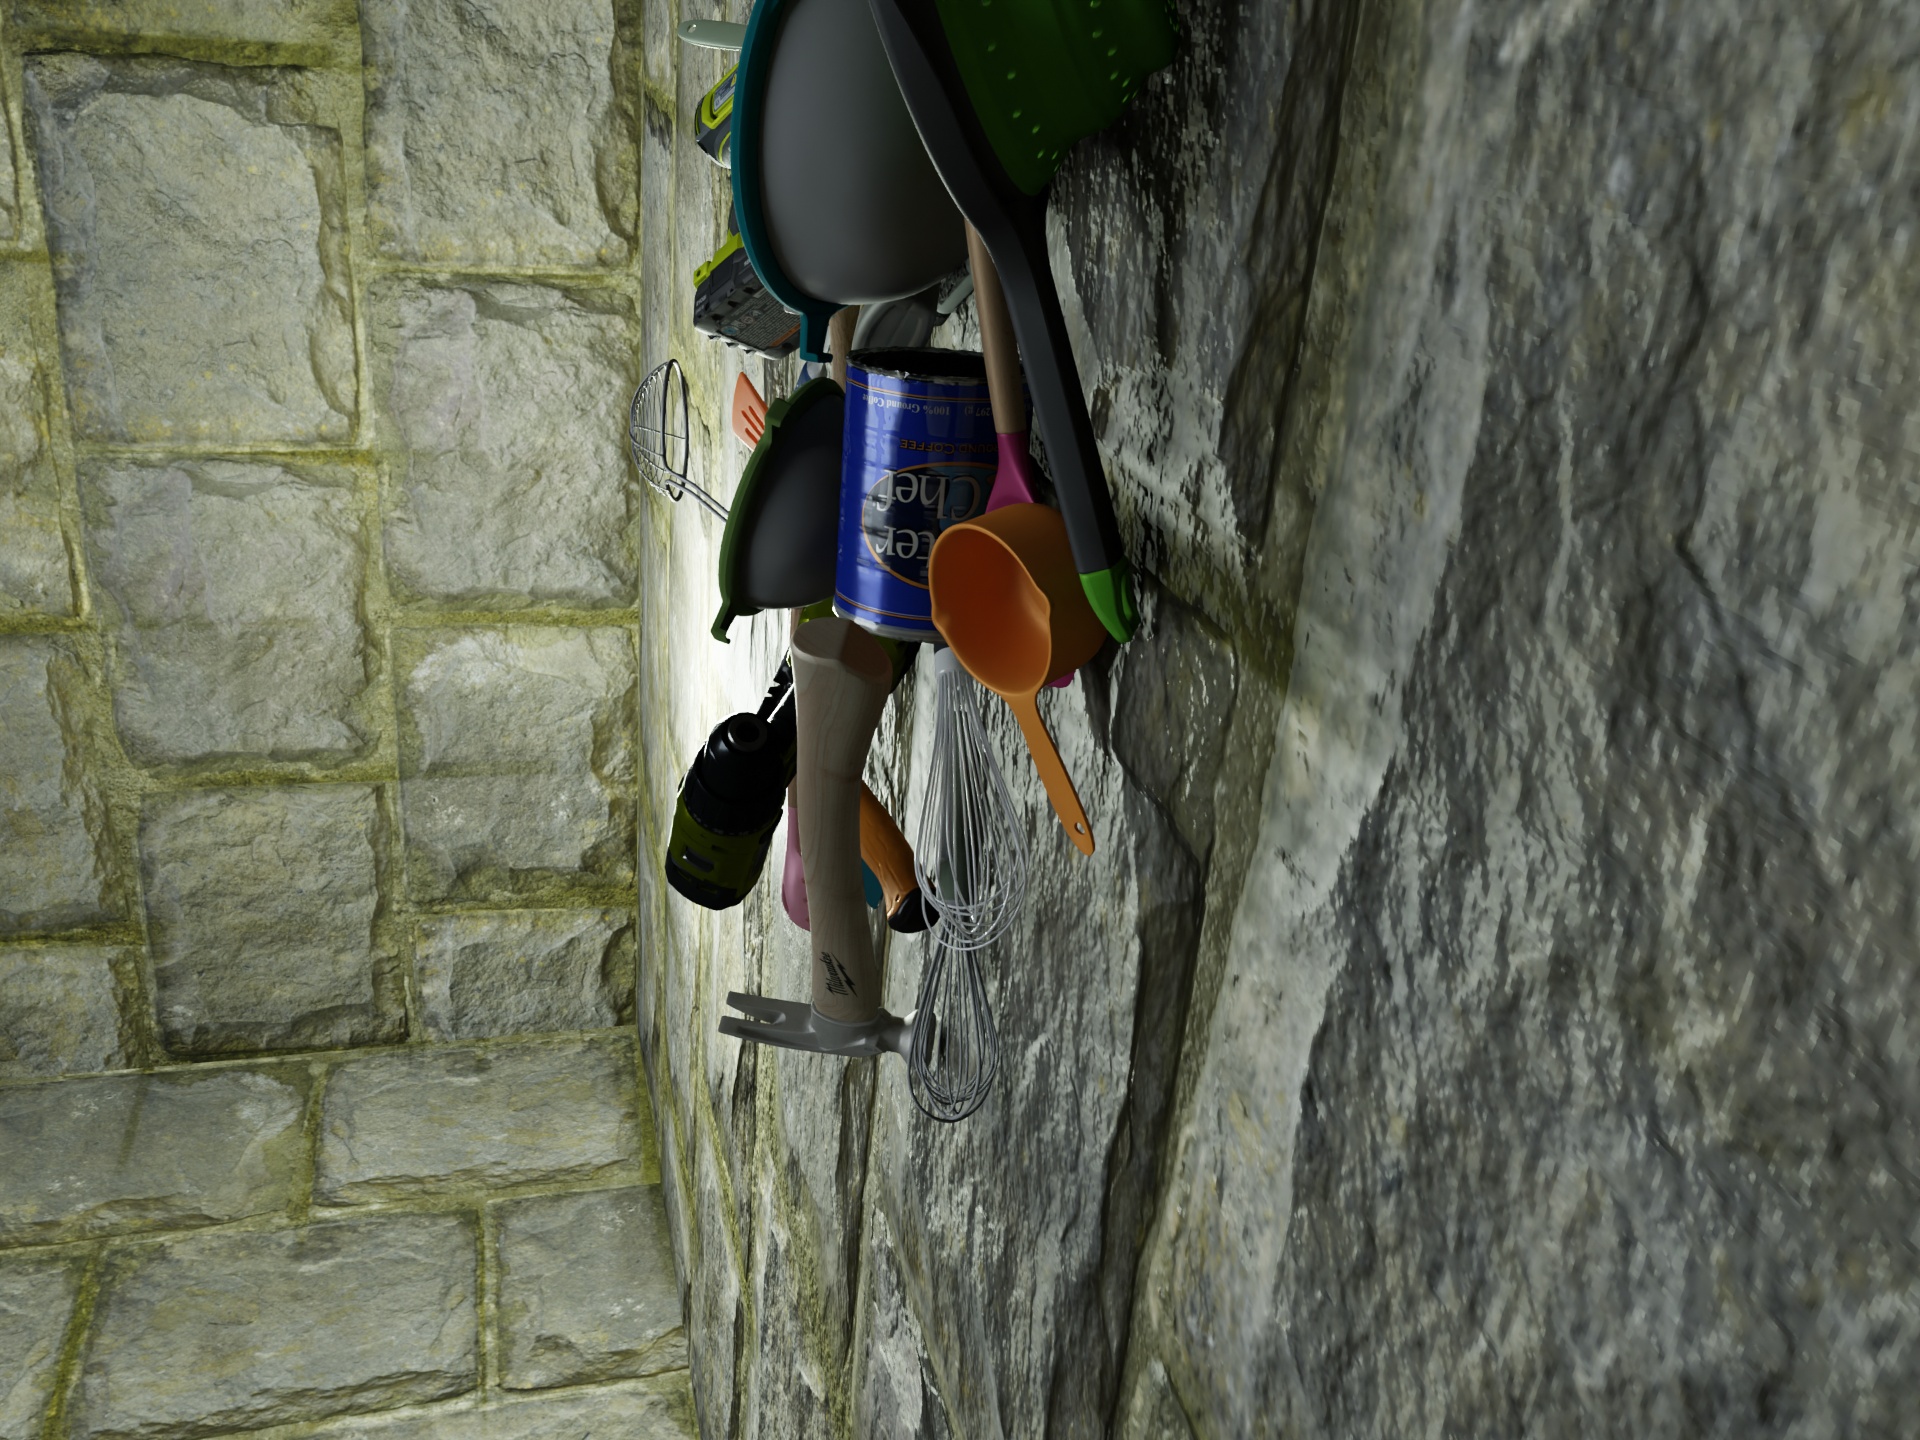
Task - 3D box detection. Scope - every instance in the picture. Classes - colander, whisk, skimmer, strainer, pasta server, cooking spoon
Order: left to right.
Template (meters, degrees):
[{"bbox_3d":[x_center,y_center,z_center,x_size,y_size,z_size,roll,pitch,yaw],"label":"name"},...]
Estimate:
[{"bbox_3d":[-0.177,-0.188,1.365,0.364,0.090,0.127,41,147,32],"label":"skimmer"},{"bbox_3d":[-0.136,0.048,1.389,0.060,0.040,0.316,-124,34,-61],"label":"pasta server"},{"bbox_3d":[-0.062,-0.139,0.987,0.256,0.069,0.151,-47,-22,-61],"label":"strainer"},{"bbox_3d":[-0.029,-0.331,0.745,0.211,0.095,0.340,-62,-20,-23],"label":"strainer"},{"bbox_3d":[-0.003,0.116,0.955,0.058,0.059,0.246,-10,78,62],"label":"whisk"},{"bbox_3d":[0.000,-0.003,0.924,0.070,0.070,0.285,117,152,-59],"label":"whisk"},{"bbox_3d":[0.022,-0.166,0.771,0.069,0.017,0.318,16,122,49],"label":"cooking spoon"},{"bbox_3d":[0.053,-0.228,0.652,0.204,0.094,0.397,-54,-50,-66],"label":"colander"}]

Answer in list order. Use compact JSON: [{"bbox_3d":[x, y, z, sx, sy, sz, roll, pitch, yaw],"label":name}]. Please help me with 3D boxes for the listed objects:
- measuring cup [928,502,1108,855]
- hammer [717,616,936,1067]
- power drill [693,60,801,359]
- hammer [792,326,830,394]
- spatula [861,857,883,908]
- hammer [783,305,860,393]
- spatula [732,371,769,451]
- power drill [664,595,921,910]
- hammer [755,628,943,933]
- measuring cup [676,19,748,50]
[{"bbox_3d":[0.047,-0.022,0.769,0.095,0.052,0.173,-5,111,56],"label":"measuring cup"},{"bbox_3d":[-0.084,0.088,0.936,0.410,0.146,0.038,93,-174,-50],"label":"hammer"},{"bbox_3d":[-0.126,-0.388,1.128,0.171,0.080,0.223,-22,63,45],"label":"power drill"},{"bbox_3d":[-0.115,-0.299,1.302,0.405,0.035,0.144,127,137,-65],"label":"hammer"},{"bbox_3d":[-0.098,0.002,1.309,0.082,0.044,0.318,108,159,-50],"label":"spatula"},{"bbox_3d":[-0.075,-0.216,1.075,0.331,0.031,0.130,90,-165,-46],"label":"hammer"},{"bbox_3d":[-0.175,-0.193,1.510,0.081,0.041,0.323,111,151,-52],"label":"spatula"},{"bbox_3d":[-0.105,-0.005,1.010,0.229,0.080,0.190,-58,-4,-33],"label":"power drill"},{"bbox_3d":[-0.082,0.044,1.183,0.127,0.034,0.337,-63,33,17],"label":"hammer"},{"bbox_3d":[-0.137,-0.476,1.086,0.083,0.168,0.038,-67,-28,-9],"label":"measuring cup"}]
